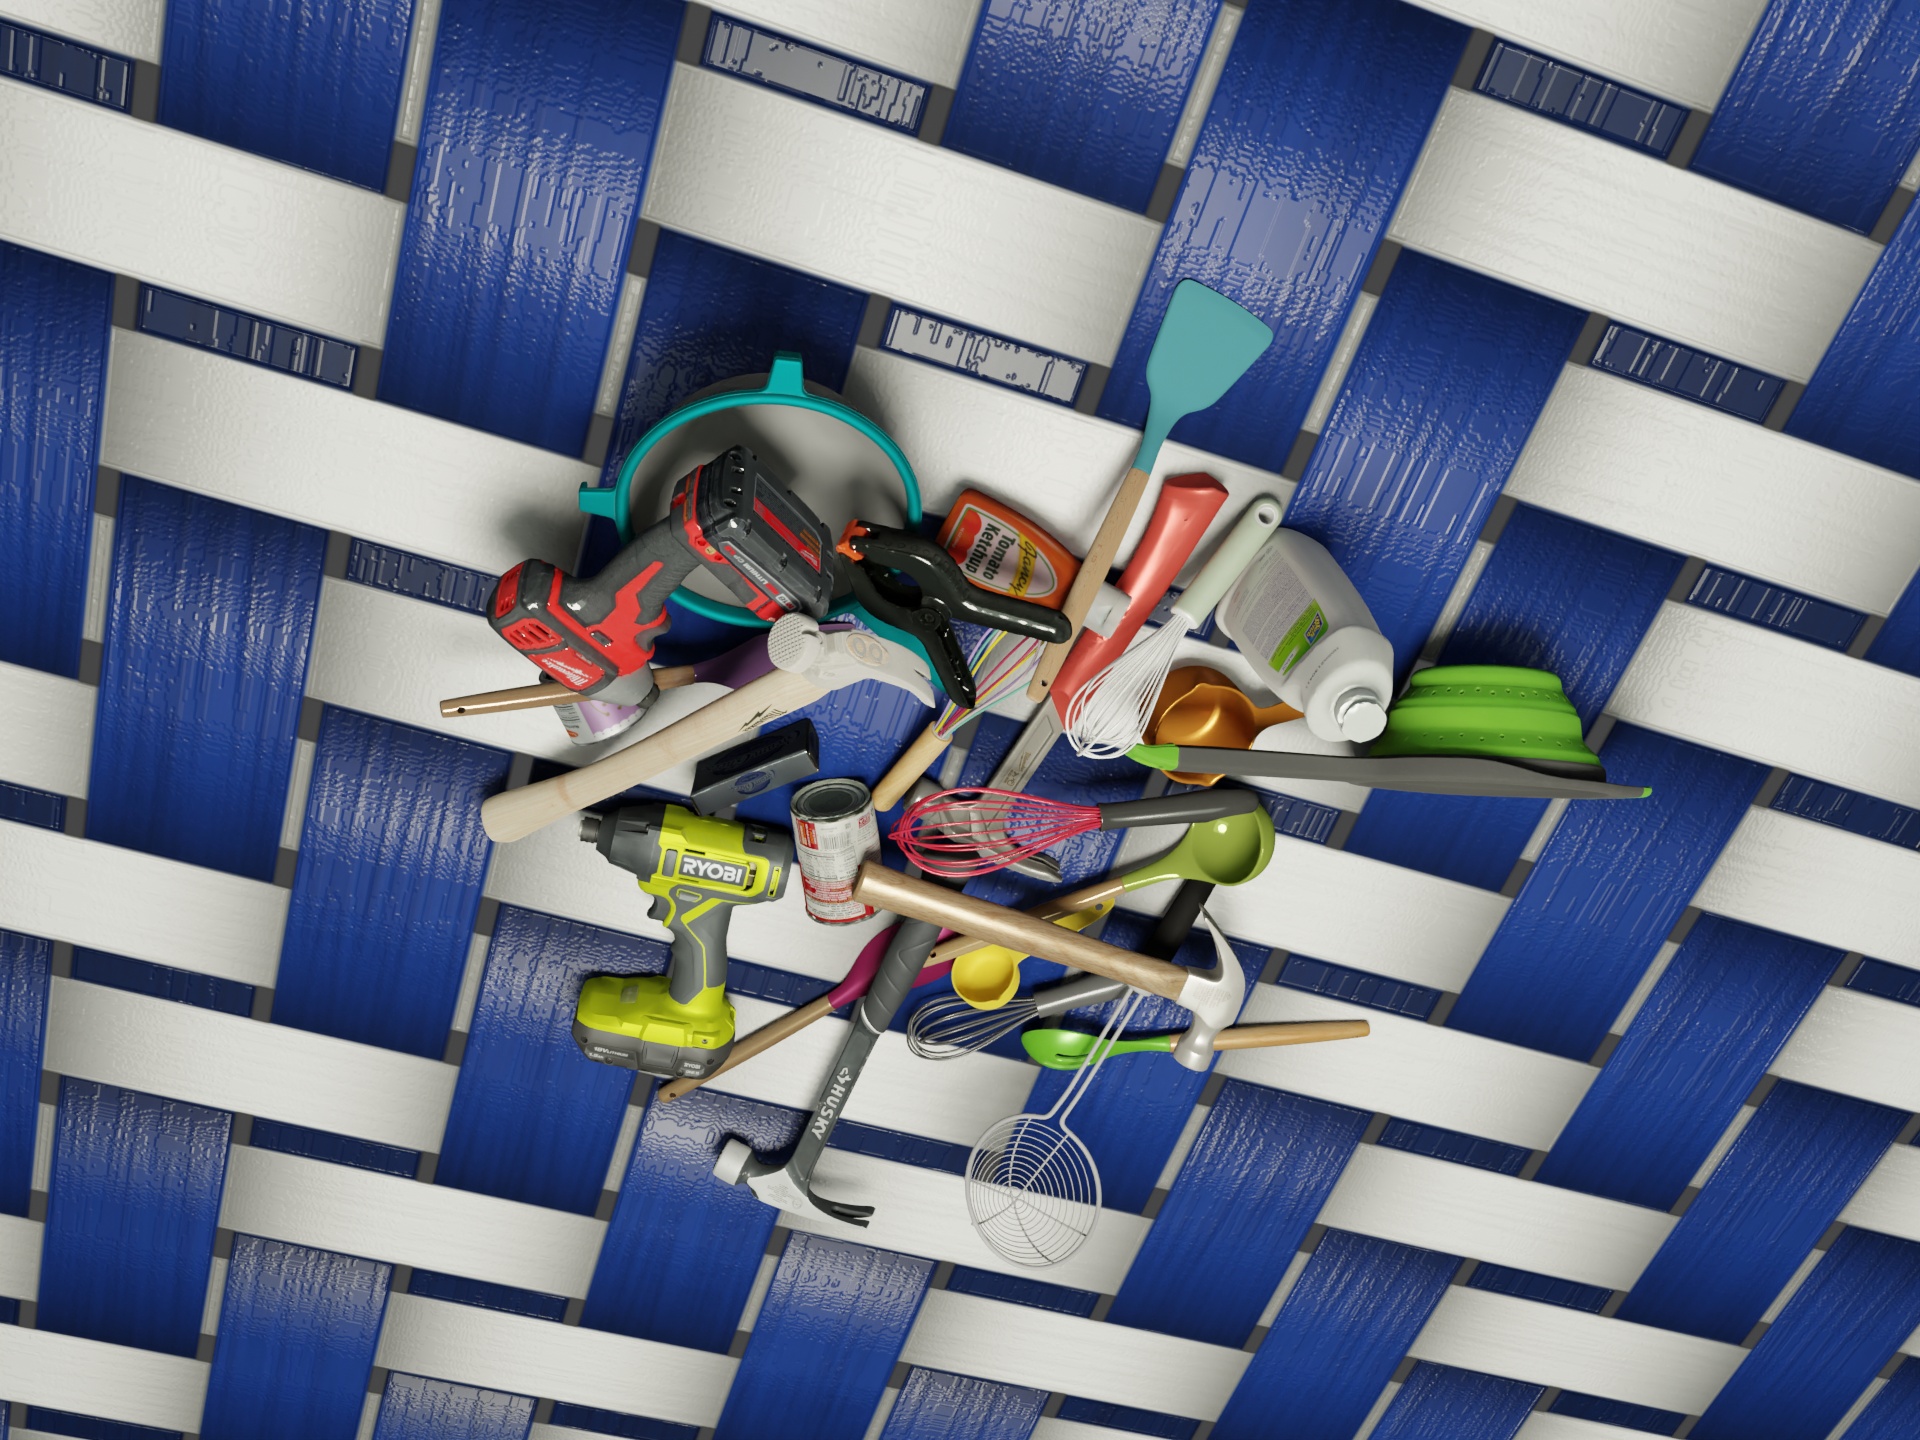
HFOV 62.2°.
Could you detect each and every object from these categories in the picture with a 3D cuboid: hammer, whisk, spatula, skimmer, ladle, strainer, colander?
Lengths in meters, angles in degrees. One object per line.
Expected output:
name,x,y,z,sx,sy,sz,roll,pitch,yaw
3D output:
hammer,-0.078,0.273,1.363,0.149,0.036,0.408,27,114,3
whisk,0.161,-0.070,1.181,0.058,0.059,0.246,39,81,-3
spatula,-0.226,-0.029,1.193,0.316,0.018,0.059,-9,118,-21
skimmer,0.126,0.286,1.333,0.127,0.090,0.363,29,97,-10
whisk,0.000,-0.004,1.230,0.051,0.047,0.245,43,127,2
hammer,0.074,0.176,1.278,0.331,0.031,0.130,19,104,-9
ladle,0.108,0.143,1.321,0.320,0.078,0.062,-22,157,9
whisk,0.067,0.246,1.387,0.239,0.055,0.055,-15,117,0
hammer,0.105,-0.034,1.248,0.149,0.037,0.359,27,113,-15
whisk,0.090,0.078,1.252,0.296,0.073,0.073,-5,117,-5
strainer,-0.098,-0.138,1.166,0.211,0.095,0.340,-28,135,23
colander,0.322,0.002,1.216,0.397,0.204,0.094,4,86,-8
hammer,-0.210,0.022,1.186,0.410,0.038,0.146,-23,154,34
spatula,0.121,-0.157,1.143,0.082,0.044,0.317,27,85,-17

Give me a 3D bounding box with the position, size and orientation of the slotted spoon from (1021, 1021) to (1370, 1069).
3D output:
slotted spoon,0.211,0.285,1.416,0.313,0.031,0.070,-3,148,-5

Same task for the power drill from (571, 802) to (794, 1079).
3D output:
power drill,-0.245,0.178,1.321,0.171,0.080,0.223,12,112,-9

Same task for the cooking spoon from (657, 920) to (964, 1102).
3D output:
cooking spoon,-0.134,0.259,1.396,0.319,0.017,0.068,-30,114,11

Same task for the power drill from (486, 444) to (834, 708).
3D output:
power drill,-0.200,-0.083,1.092,0.219,0.079,0.143,-24,135,24

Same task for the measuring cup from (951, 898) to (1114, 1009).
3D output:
measuring cup,0.066,0.195,1.363,0.156,0.062,0.029,-29,146,-2

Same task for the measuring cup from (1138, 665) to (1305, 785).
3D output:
measuring cup,0.224,-0.012,1.261,0.173,0.052,0.095,-17,122,-10
